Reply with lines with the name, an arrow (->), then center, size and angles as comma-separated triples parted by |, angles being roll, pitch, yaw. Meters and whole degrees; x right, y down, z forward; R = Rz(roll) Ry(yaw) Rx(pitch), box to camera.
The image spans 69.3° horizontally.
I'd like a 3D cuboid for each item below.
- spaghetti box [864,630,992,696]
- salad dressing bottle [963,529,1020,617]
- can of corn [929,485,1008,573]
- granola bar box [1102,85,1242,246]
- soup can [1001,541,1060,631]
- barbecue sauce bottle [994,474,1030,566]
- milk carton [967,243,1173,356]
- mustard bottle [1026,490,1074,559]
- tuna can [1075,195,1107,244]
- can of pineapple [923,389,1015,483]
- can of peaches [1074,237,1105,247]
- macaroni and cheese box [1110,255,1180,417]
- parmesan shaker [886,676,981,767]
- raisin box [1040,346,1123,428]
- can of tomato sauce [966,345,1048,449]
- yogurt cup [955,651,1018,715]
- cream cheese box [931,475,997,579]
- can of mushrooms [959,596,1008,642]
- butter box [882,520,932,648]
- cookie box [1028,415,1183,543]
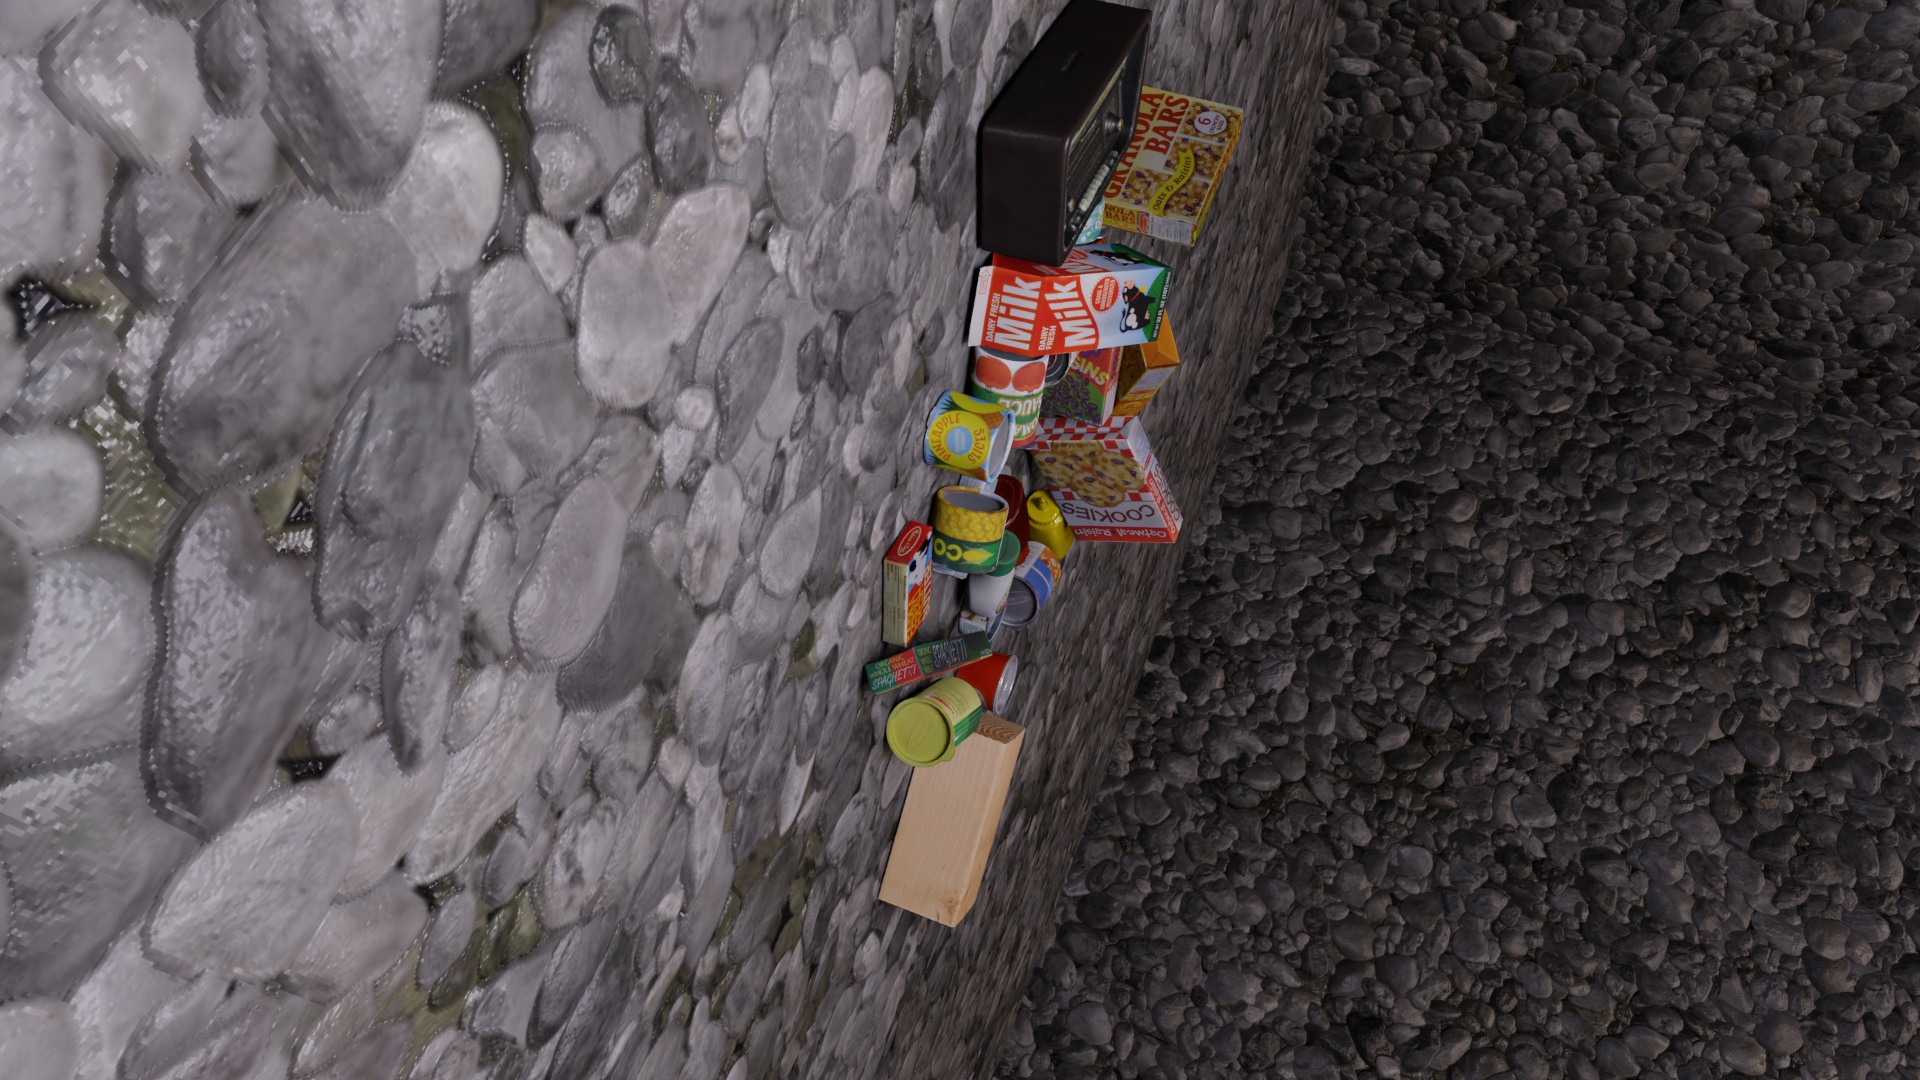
spaghetti box -> -0.025, 0.110, 1.278 | 0.250, 0.050, 0.028 | 1, 69, -75
salad dressing bottle -> 0.032, 0.031, 1.361 | 0.147, 0.044, 0.064 | 103, 4, -69
can of corn -> 0.004, -0.010, 1.226 | 0.071, 0.071, 0.058 | -41, 145, -64
granola bar box -> 0.203, -0.382, 1.410 | 0.039, 0.124, 0.166 | 83, 28, -60
soup can -> 0.069, 0.050, 1.530 | 0.084, 0.071, 0.071 | -51, 154, -56
barbecue sauce bottle -> 0.047, -0.013, 1.427 | 0.148, 0.044, 0.065 | 70, 40, -68
milk carton -> 0.086, -0.208, 1.194 | 0.191, 0.073, 0.072 | -13, 125, -36
mustard bottle -> 0.102, -0.026, 1.605 | 0.160, 0.049, 0.065 | 60, 51, -69
tuna can -> 0.096, -0.290, 1.227 | 0.071, 0.071, 0.032 | -57, 158, -47
can of pineapple -> 0.007, -0.087, 1.160 | 0.071, 0.058, 0.071 | 16, 91, -76
can of peaches -> 0.100, -0.258, 1.279 | 0.071, 0.071, 0.057 | -54, 156, -51
macaroni and cheese box -> 0.167, -0.202, 1.449 | 0.166, 0.040, 0.124 | 126, -46, -67
parmesan shaker -> -0.021, 0.175, 1.334 | 0.103, 0.071, 0.071 | -18, 124, -73
raisin box -> 0.117, -0.184, 1.399 | 0.040, 0.086, 0.122 | -49, 153, -47
can of tomato sauce -> 0.040, -0.129, 1.208 | 0.071, 0.071, 0.082 | -50, 153, -56
yogurt cup -> 0.027, 0.150, 1.520 | 0.072, 0.054, 0.072 | 16, 92, -76
cream cheese box -> 0.005, -0.016, 1.300 | 0.053, 0.024, 0.104 | 23, 85, -77
can of mushrooms -> 0.026, 0.070, 1.465 | 0.071, 0.033, 0.071 | 16, 91, -75
butter box -> -0.045, 0.038, 1.178 | 0.053, 0.024, 0.103 | -58, 159, -43
cookie box -> 0.158, -0.065, 1.511 | 0.166, 0.123, 0.040 | 59, 45, -41
